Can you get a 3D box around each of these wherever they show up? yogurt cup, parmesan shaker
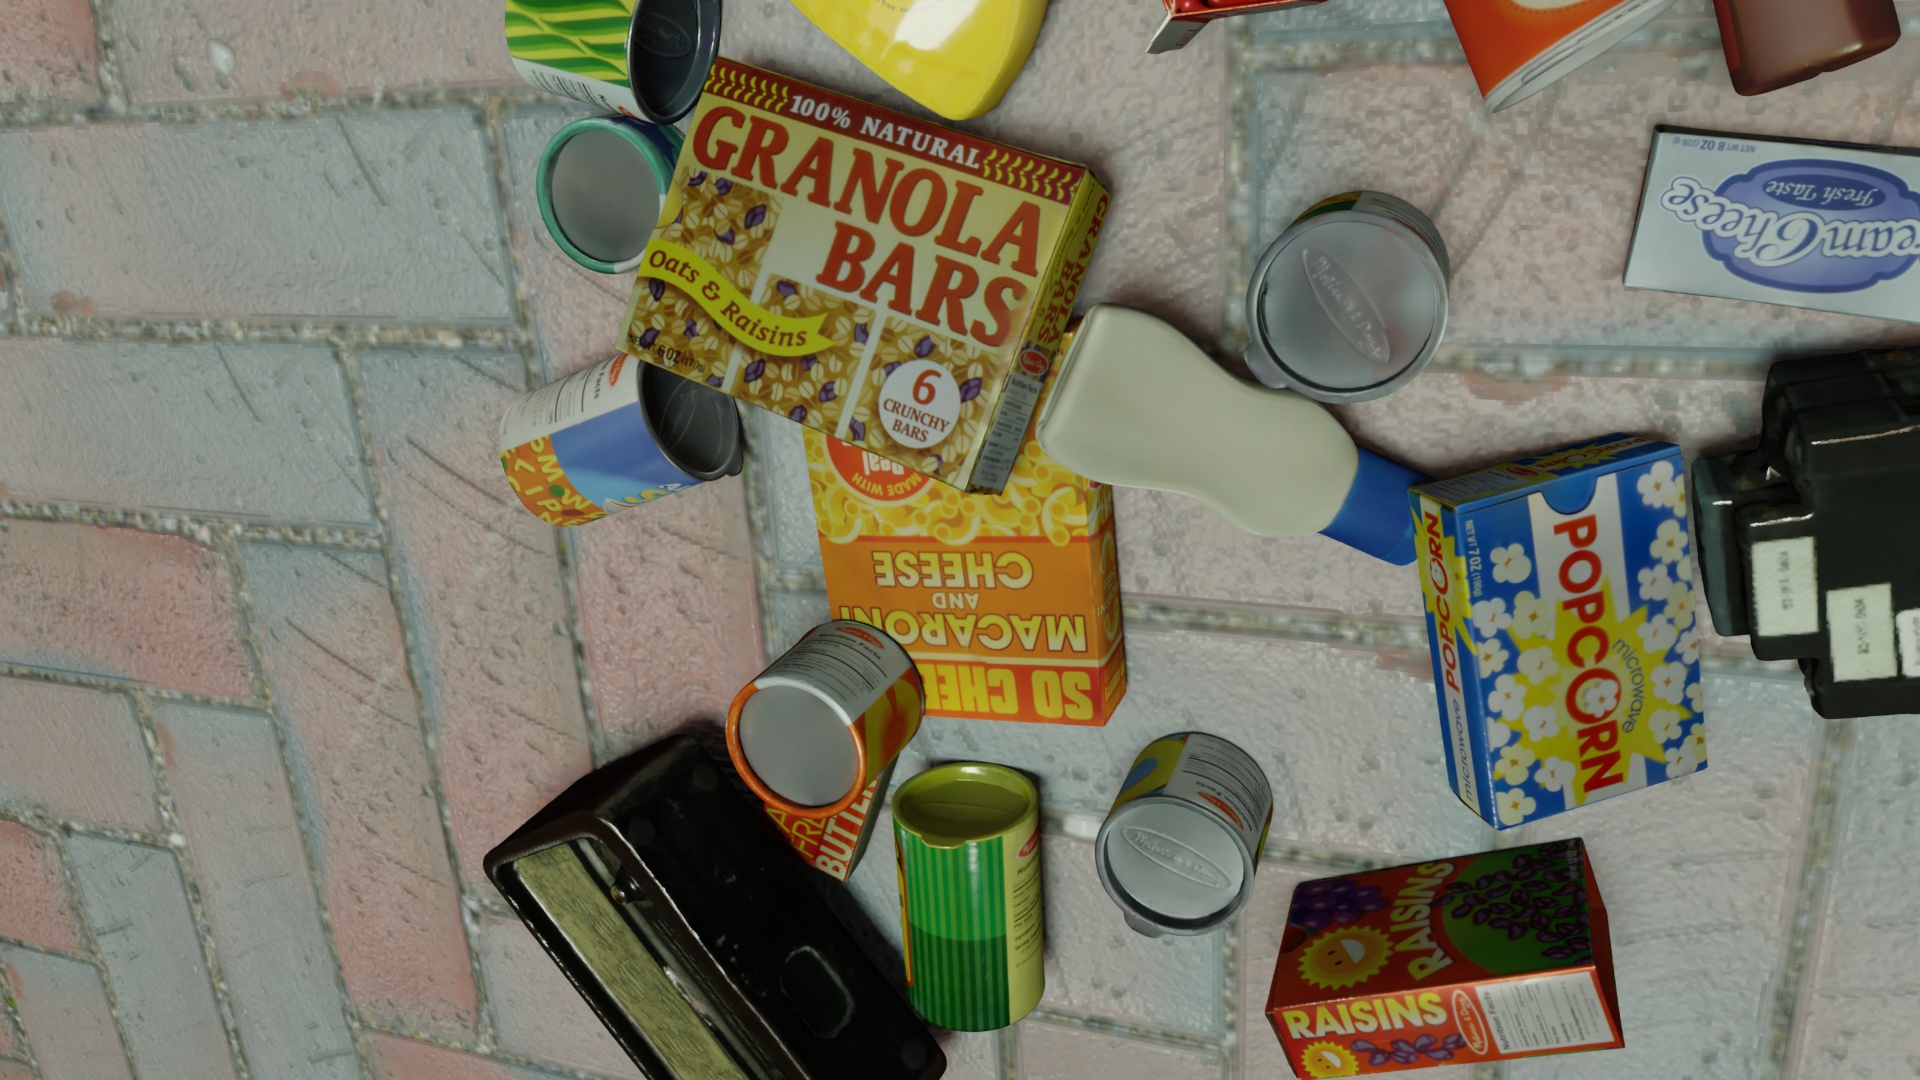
[{"bbox_3d":[0.186,-0.177,0.439,0.072,0.072,0.054,-30,89,28],"label":"yogurt cup"},{"bbox_3d":[0.003,0.164,0.635,0.071,0.071,0.102,5,111,20],"label":"parmesan shaker"}]

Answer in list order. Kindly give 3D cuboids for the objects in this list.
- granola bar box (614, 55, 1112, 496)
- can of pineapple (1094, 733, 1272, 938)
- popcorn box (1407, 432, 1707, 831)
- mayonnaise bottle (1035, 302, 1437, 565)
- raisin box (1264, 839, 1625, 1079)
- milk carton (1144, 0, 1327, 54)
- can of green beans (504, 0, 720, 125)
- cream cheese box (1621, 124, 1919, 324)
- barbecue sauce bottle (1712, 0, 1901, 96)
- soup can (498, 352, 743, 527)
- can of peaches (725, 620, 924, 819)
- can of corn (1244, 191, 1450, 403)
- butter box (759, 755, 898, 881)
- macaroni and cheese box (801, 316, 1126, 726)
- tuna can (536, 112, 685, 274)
[{"bbox_3d":[-0.041,-0.103,0.535,0.166,0.039,0.124,23,96,20],"label":"granola bar box"},{"bbox_3d":[0.095,0.125,0.592,0.071,0.058,0.070,8,112,19],"label":"can of pineapple"},{"bbox_3d":[0.216,0.033,0.501,0.085,0.038,0.126,-15,106,-4],"label":"popcorn box"},{"bbox_3d":[0.106,-0.034,0.516,0.148,0.041,0.064,22,101,-7],"label":"mayonnaise bottle"},{"bbox_3d":[0.191,0.167,0.554,0.123,0.086,0.040,-18,104,26],"label":"raisin box"},{"bbox_3d":[0.118,-0.238,0.437,0.073,0.072,0.189,37,117,5],"label":"milk carton"},{"bbox_3d":[-0.137,-0.205,0.552,0.058,0.071,0.071,19,116,14],"label":"can of green beans"},{"bbox_3d":[0.277,-0.103,0.453,0.104,0.024,0.053,11,115,17],"label":"cream cheese box"},{"bbox_3d":[0.234,-0.210,0.410,0.043,0.065,0.148,-14,95,38],"label":"barbecue sauce bottle"},{"bbox_3d":[-0.150,-0.045,0.619,0.083,0.072,0.071,-17,103,27],"label":"soup can"},{"bbox_3d":[-0.057,0.077,0.586,0.071,0.058,0.071,8,112,20],"label":"can of peaches"},{"bbox_3d":[0.137,-0.086,0.494,0.071,0.058,0.071,7,112,19],"label":"can of corn"},{"bbox_3d":[-0.061,0.110,0.666,0.053,0.024,0.103,25,117,11],"label":"butter box"},{"bbox_3d":[0.002,-0.007,0.588,0.123,0.040,0.165,1,109,22],"label":"macaroni and cheese box"},{"bbox_3d":[-0.147,-0.151,0.596,0.071,0.033,0.070,7,112,18],"label":"tuna can"}]
